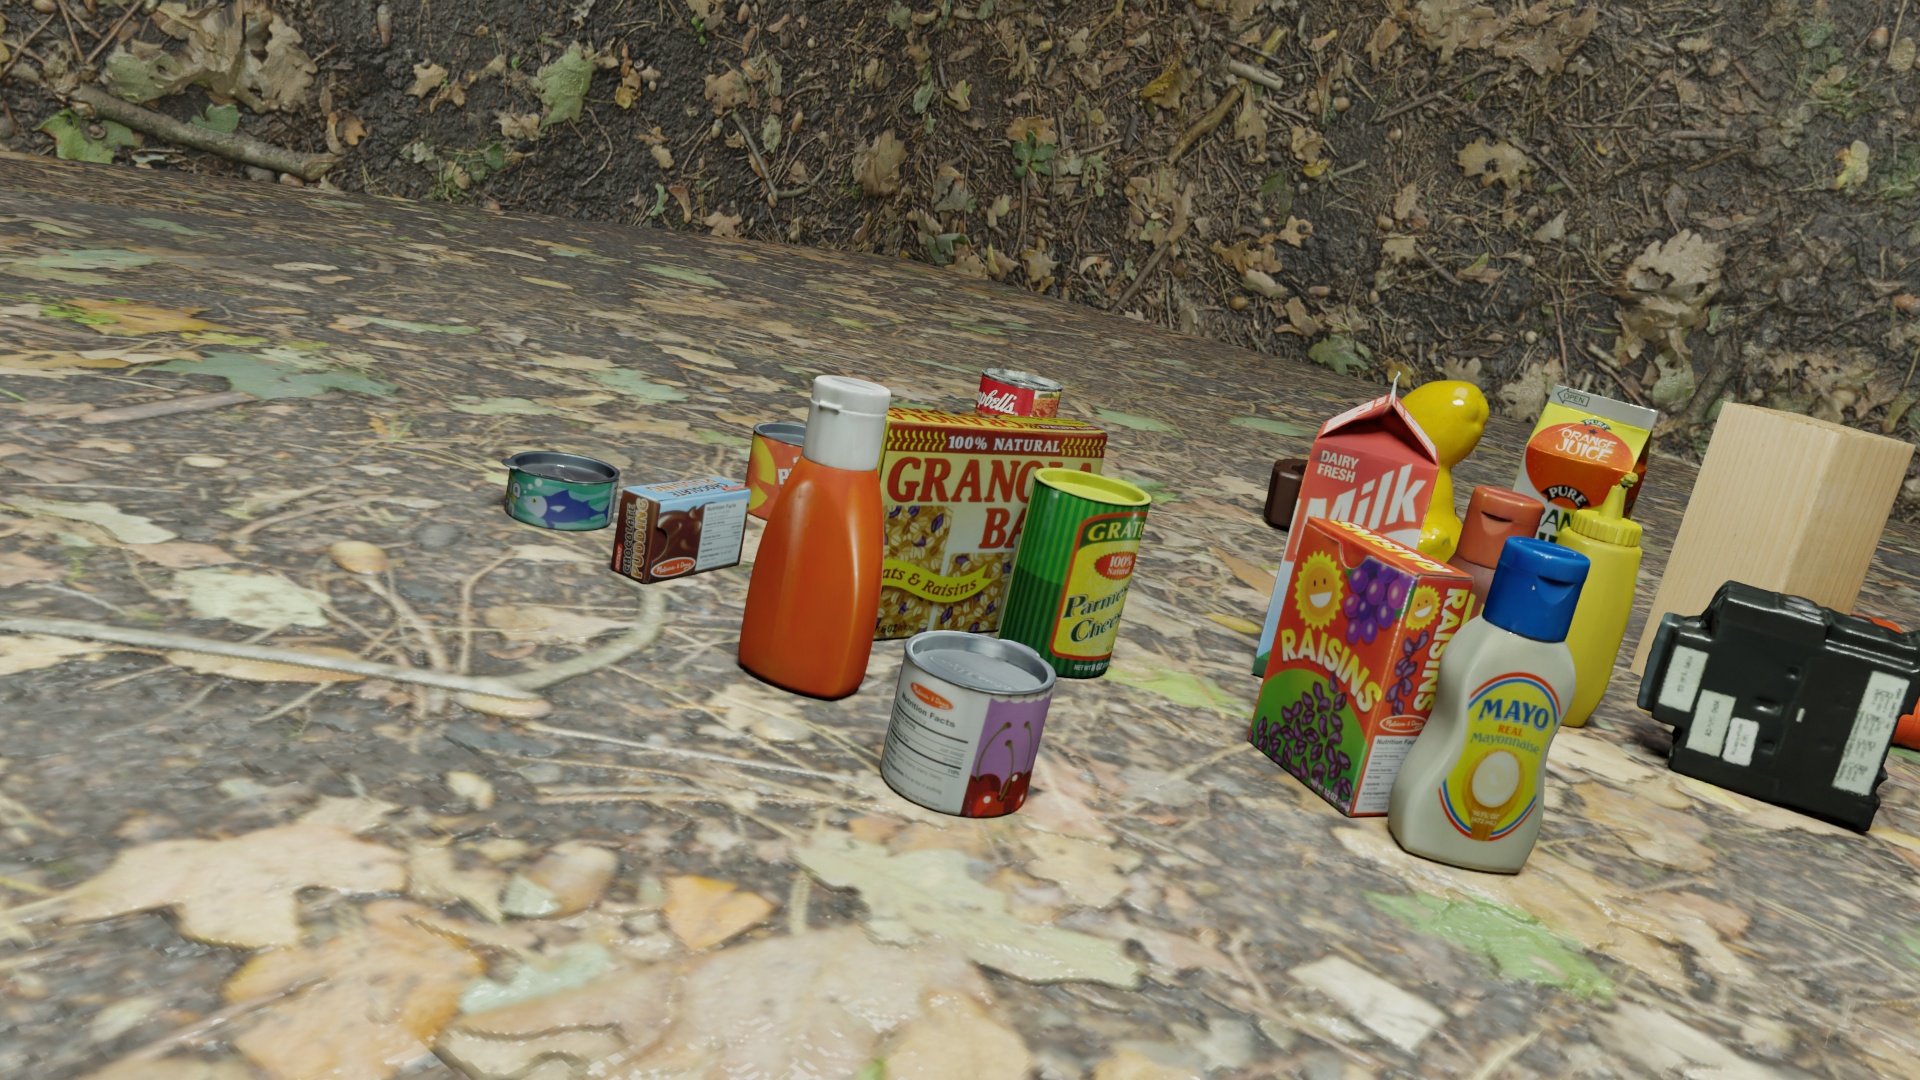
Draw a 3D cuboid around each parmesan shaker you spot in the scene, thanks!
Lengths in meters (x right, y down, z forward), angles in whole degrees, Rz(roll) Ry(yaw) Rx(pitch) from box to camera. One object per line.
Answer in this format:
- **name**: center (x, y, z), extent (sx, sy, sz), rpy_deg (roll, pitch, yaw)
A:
- **parmesan shaker**: center (0.064, 0.018, 0.778), extent (0.071, 0.102, 0.071), rpy_deg (11, 14, -3)

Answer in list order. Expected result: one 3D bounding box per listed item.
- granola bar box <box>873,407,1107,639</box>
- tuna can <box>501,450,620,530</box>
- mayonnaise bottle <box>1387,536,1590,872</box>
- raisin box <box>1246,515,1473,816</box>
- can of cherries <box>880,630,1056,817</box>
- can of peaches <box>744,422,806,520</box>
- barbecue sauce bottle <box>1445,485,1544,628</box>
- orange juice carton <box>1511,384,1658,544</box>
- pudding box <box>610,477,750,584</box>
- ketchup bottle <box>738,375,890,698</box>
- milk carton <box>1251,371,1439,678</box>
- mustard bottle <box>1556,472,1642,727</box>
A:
- **granola bar box**: center (0.003, -0.010, 0.791), extent (0.166, 0.123, 0.039), rpy_deg (-1, 19, -41)
- **tuna can**: center (-0.247, -0.031, 0.853), extent (0.071, 0.032, 0.071), rpy_deg (11, 15, -3)
- **mayonnaise bottle**: center (0.241, 0.073, 0.622), extent (0.065, 0.147, 0.041), rpy_deg (11, 14, -2)
- **raisin box**: center (0.192, 0.060, 0.681), extent (0.040, 0.123, 0.086), rpy_deg (5, 16, -25)
- **can of cherries**: center (0.005, 0.077, 0.596), extent (0.071, 0.058, 0.072), rpy_deg (11, 15, -3)
- **can of peaches**: center (-0.114, -0.045, 0.961), extent (0.071, 0.058, 0.071), rpy_deg (11, 15, -3)
- **barbecue sauce bottle**: center (0.274, 0.046, 0.748), extent (0.065, 0.148, 0.044), rpy_deg (20, 16, 30)
- **orange juice carton**: center (0.428, -0.009, 0.984), extent (0.072, 0.192, 0.073), rpy_deg (20, 16, 30)
- **pudding box**: center (-0.160, -0.008, 0.802), extent (0.030, 0.049, 0.084), rpy_deg (19, 16, 27)
- **ketchup bottle**: center (-0.065, -0.003, 0.664), extent (0.065, 0.148, 0.044), rpy_deg (18, 15, 22)
- **milk carton**: center (0.235, -0.006, 0.828), extent (0.073, 0.190, 0.072), rpy_deg (16, 15, 15)
- **mustard bottle**: center (0.386, 0.033, 0.861), extent (0.049, 0.159, 0.065), rpy_deg (12, 14, 1)
